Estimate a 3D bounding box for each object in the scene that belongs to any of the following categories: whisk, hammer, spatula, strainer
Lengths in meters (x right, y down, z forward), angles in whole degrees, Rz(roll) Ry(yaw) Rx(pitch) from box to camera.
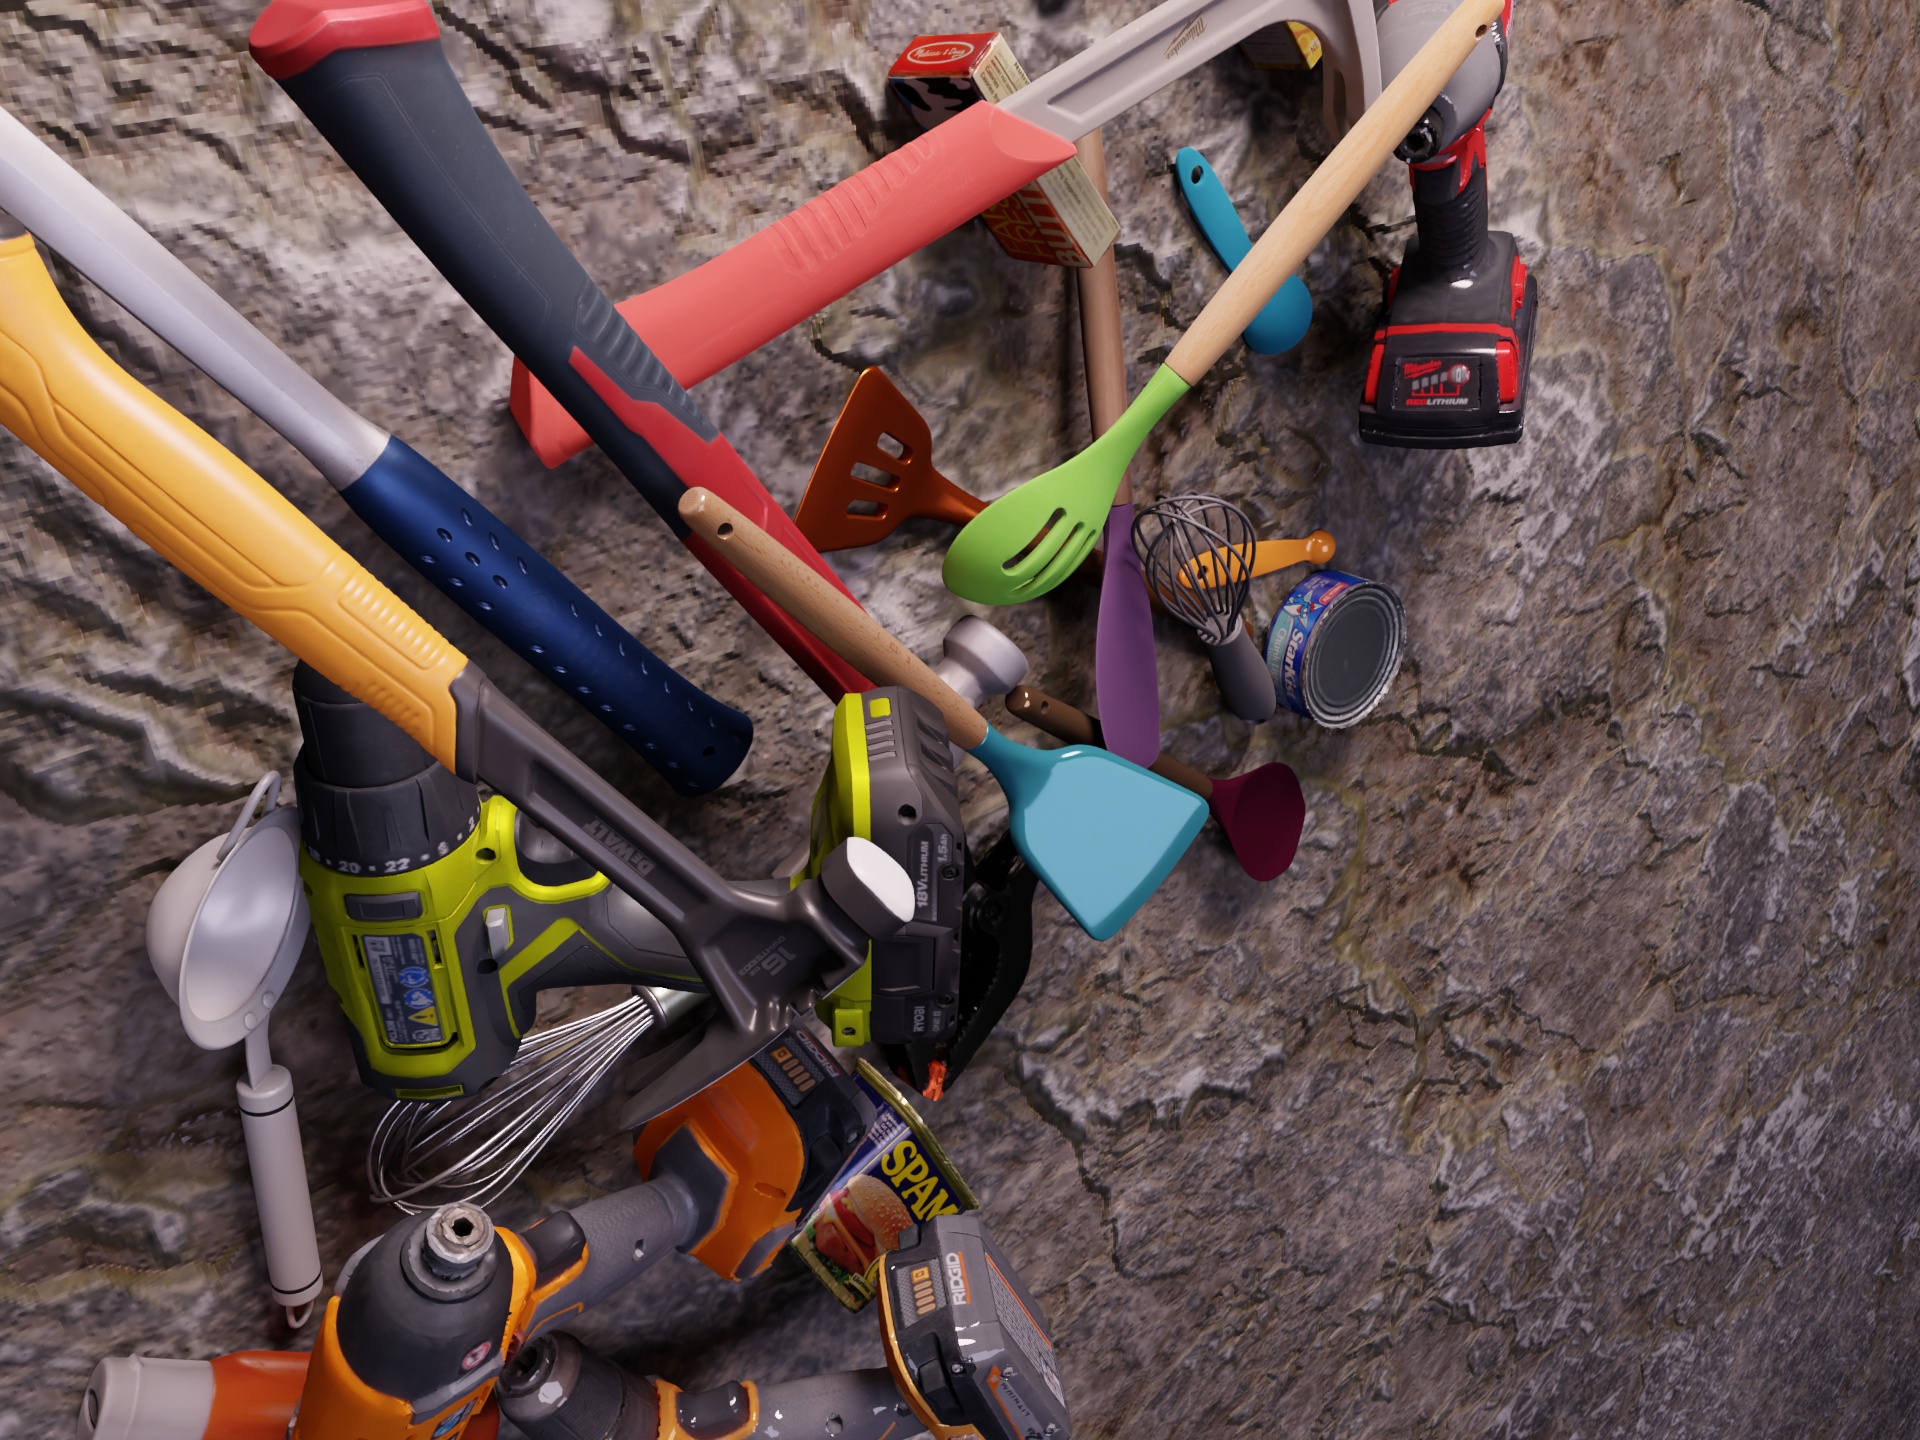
[{"bbox_3d":[-0.139,0.126,0.674,0.246,0.059,0.057,-33,104,-30],"label":"whisk"},{"bbox_3d":[-0.102,-0.072,0.552,0.143,0.038,0.385,-50,139,-9],"label":"hammer"},{"bbox_3d":[0.067,-0.123,0.717,0.060,0.018,0.315,-28,117,-52],"label":"spatula"},{"bbox_3d":[0.130,-0.048,0.781,0.055,0.055,0.238,-54,152,-7],"label":"whisk"},{"bbox_3d":[-0.171,-0.010,0.474,0.127,0.034,0.336,-40,112,13],"label":"hammer"},{"bbox_3d":[-0.001,-0.002,0.633,0.082,0.044,0.317,-51,138,0],"label":"spatula"},{"bbox_3d":[-0.211,-0.088,0.526,0.144,0.035,0.405,-52,132,-9],"label":"hammer"},{"bbox_3d":[0.046,-0.077,0.738,0.322,0.041,0.081,17,103,-43],"label":"spatula"},{"bbox_3d":[-0.002,-0.193,0.590,0.359,0.037,0.149,-33,132,-6],"label":"hammer"},{"bbox_3d":[-0.258,0.129,0.580,0.087,0.050,0.258,-69,165,-62],"label":"strainer"}]

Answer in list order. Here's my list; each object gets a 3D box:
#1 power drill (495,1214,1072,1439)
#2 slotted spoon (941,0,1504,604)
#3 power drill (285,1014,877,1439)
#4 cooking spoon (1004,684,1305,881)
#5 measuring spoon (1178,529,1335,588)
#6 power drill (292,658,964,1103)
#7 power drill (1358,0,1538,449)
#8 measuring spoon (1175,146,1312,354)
[{"bbox_3d":[-0.082,0.307,0.730,0.226,0.084,0.185,-23,129,6],"label":"power drill"},{"bbox_3d":[0.104,-0.161,0.643,0.313,0.031,0.070,-49,146,15],"label":"slotted spoon"},{"bbox_3d":[-0.140,0.196,0.616,0.226,0.084,0.164,-24,152,-46],"label":"power drill"},{"bbox_3d":[0.113,0.030,0.826,0.318,0.017,0.069,24,80,-52],"label":"cooking spoon"},{"bbox_3d":[0.161,-0.085,0.848,0.117,0.011,0.021,-14,117,-34],"label":"measuring spoon"},{"bbox_3d":[-0.117,0.048,0.567,0.228,0.080,0.190,-2,125,-6],"label":"power drill"},{"bbox_3d":[0.222,-0.236,0.733,0.219,0.078,0.143,68,34,-48],"label":"power drill"},{"bbox_3d":[0.138,-0.224,0.761,0.042,0.021,0.128,-54,134,-8],"label":"measuring spoon"}]
